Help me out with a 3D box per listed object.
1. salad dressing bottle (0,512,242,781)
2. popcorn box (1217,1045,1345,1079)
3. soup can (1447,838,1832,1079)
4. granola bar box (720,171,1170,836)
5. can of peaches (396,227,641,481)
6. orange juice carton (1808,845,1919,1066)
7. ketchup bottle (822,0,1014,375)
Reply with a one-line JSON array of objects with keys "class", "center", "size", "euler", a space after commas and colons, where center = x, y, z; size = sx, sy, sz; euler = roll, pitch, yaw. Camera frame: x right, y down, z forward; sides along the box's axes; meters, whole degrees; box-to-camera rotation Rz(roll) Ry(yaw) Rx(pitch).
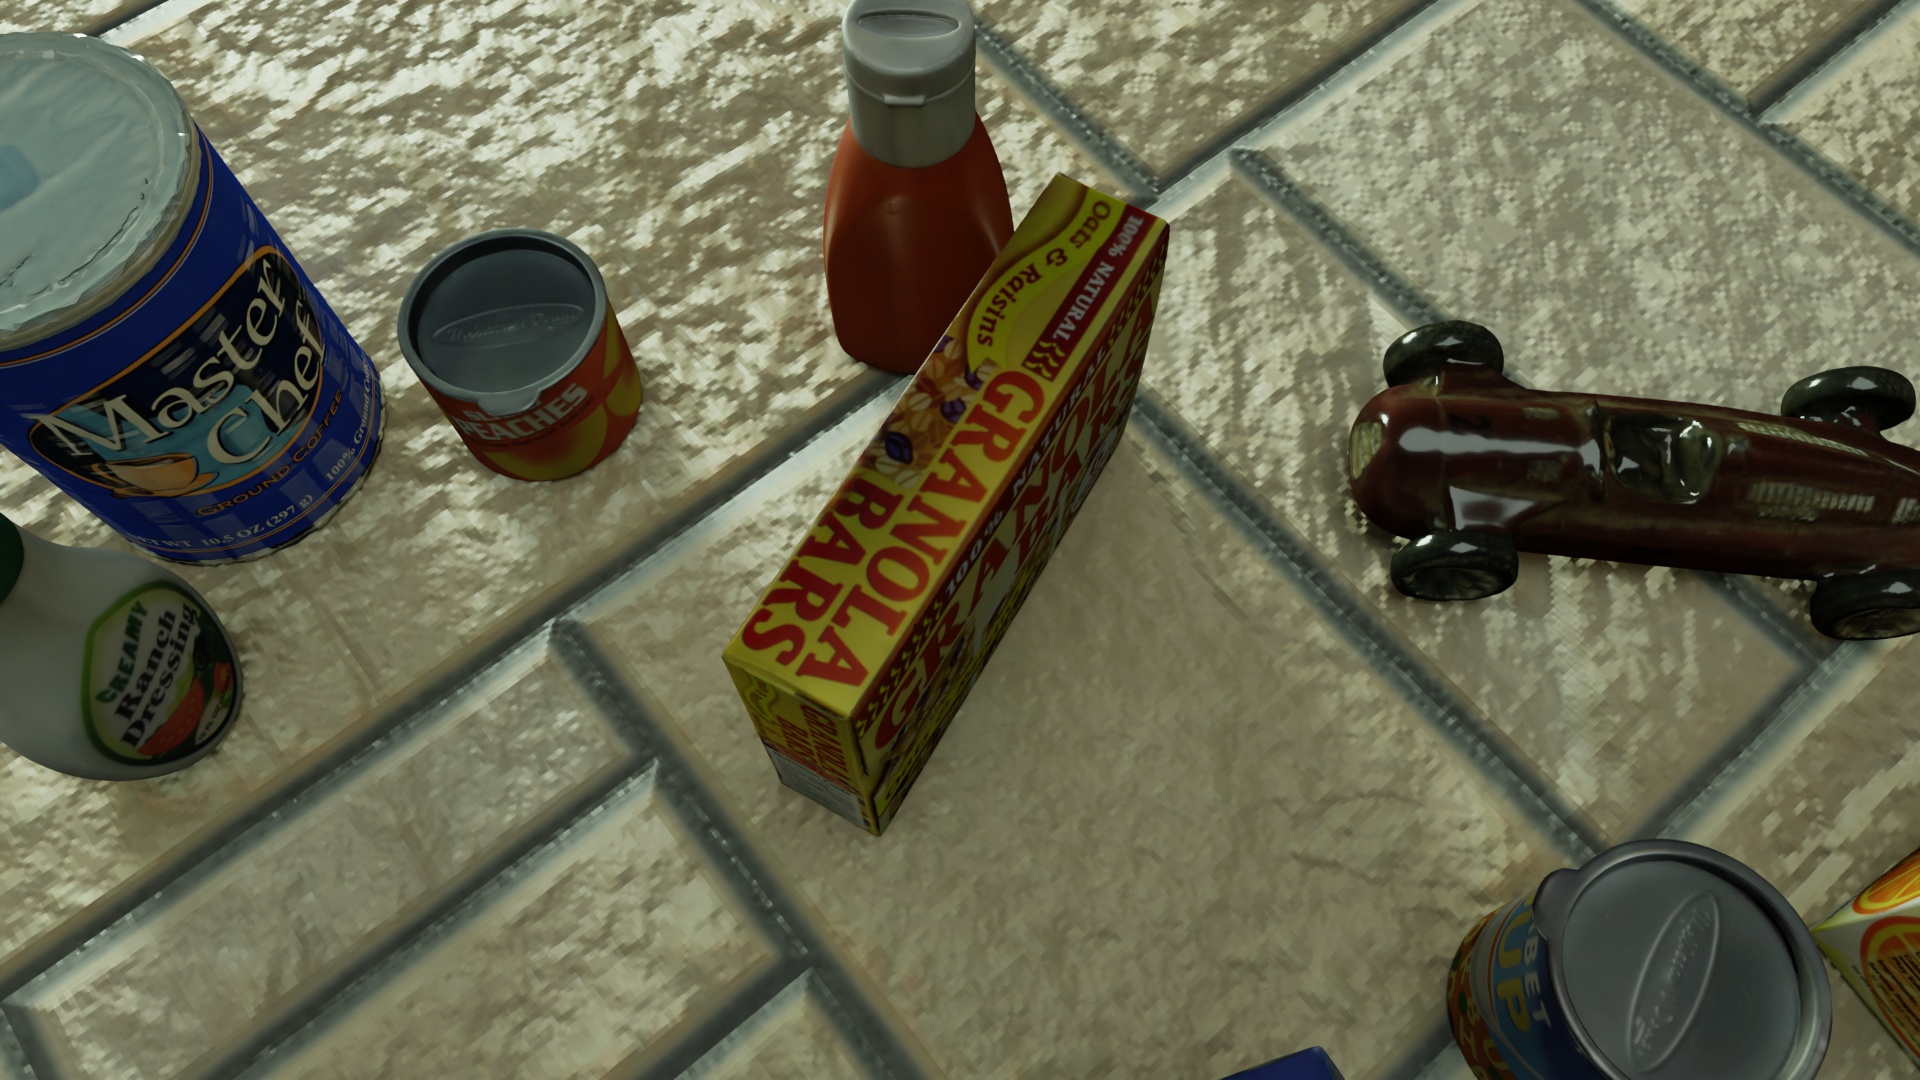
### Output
[{"class": "salad dressing bottle", "center": [-0.251, 0.023, 0.378], "size": [0.044, 0.147, 0.064], "euler": [10, 66, 5]}, {"class": "popcorn box", "center": [0.033, 0.168, 0.345], "size": [0.127, 0.085, 0.038], "euler": [-17, 67, -8]}, {"class": "soup can", "center": [0.172, 0.119, 0.369], "size": [0.071, 0.083, 0.071], "euler": [0, 65, 0]}, {"class": "granola bar box", "center": [0.001, -0.005, 0.404], "size": [0.039, 0.123, 0.166], "euler": [28, 68, 12]}, {"class": "can of peaches", "center": [-0.145, -0.059, 0.465], "size": [0.071, 0.057, 0.071], "euler": [0, 65, 0]}, {"class": "orange juice carton", "center": [0.299, 0.089, 0.324], "size": [0.072, 0.192, 0.073], "euler": [-29, 69, -12]}, {"class": "ketchup bottle", "center": [-0.014, -0.107, 0.438], "size": [0.065, 0.148, 0.044], "euler": [3, 66, 1]}]
